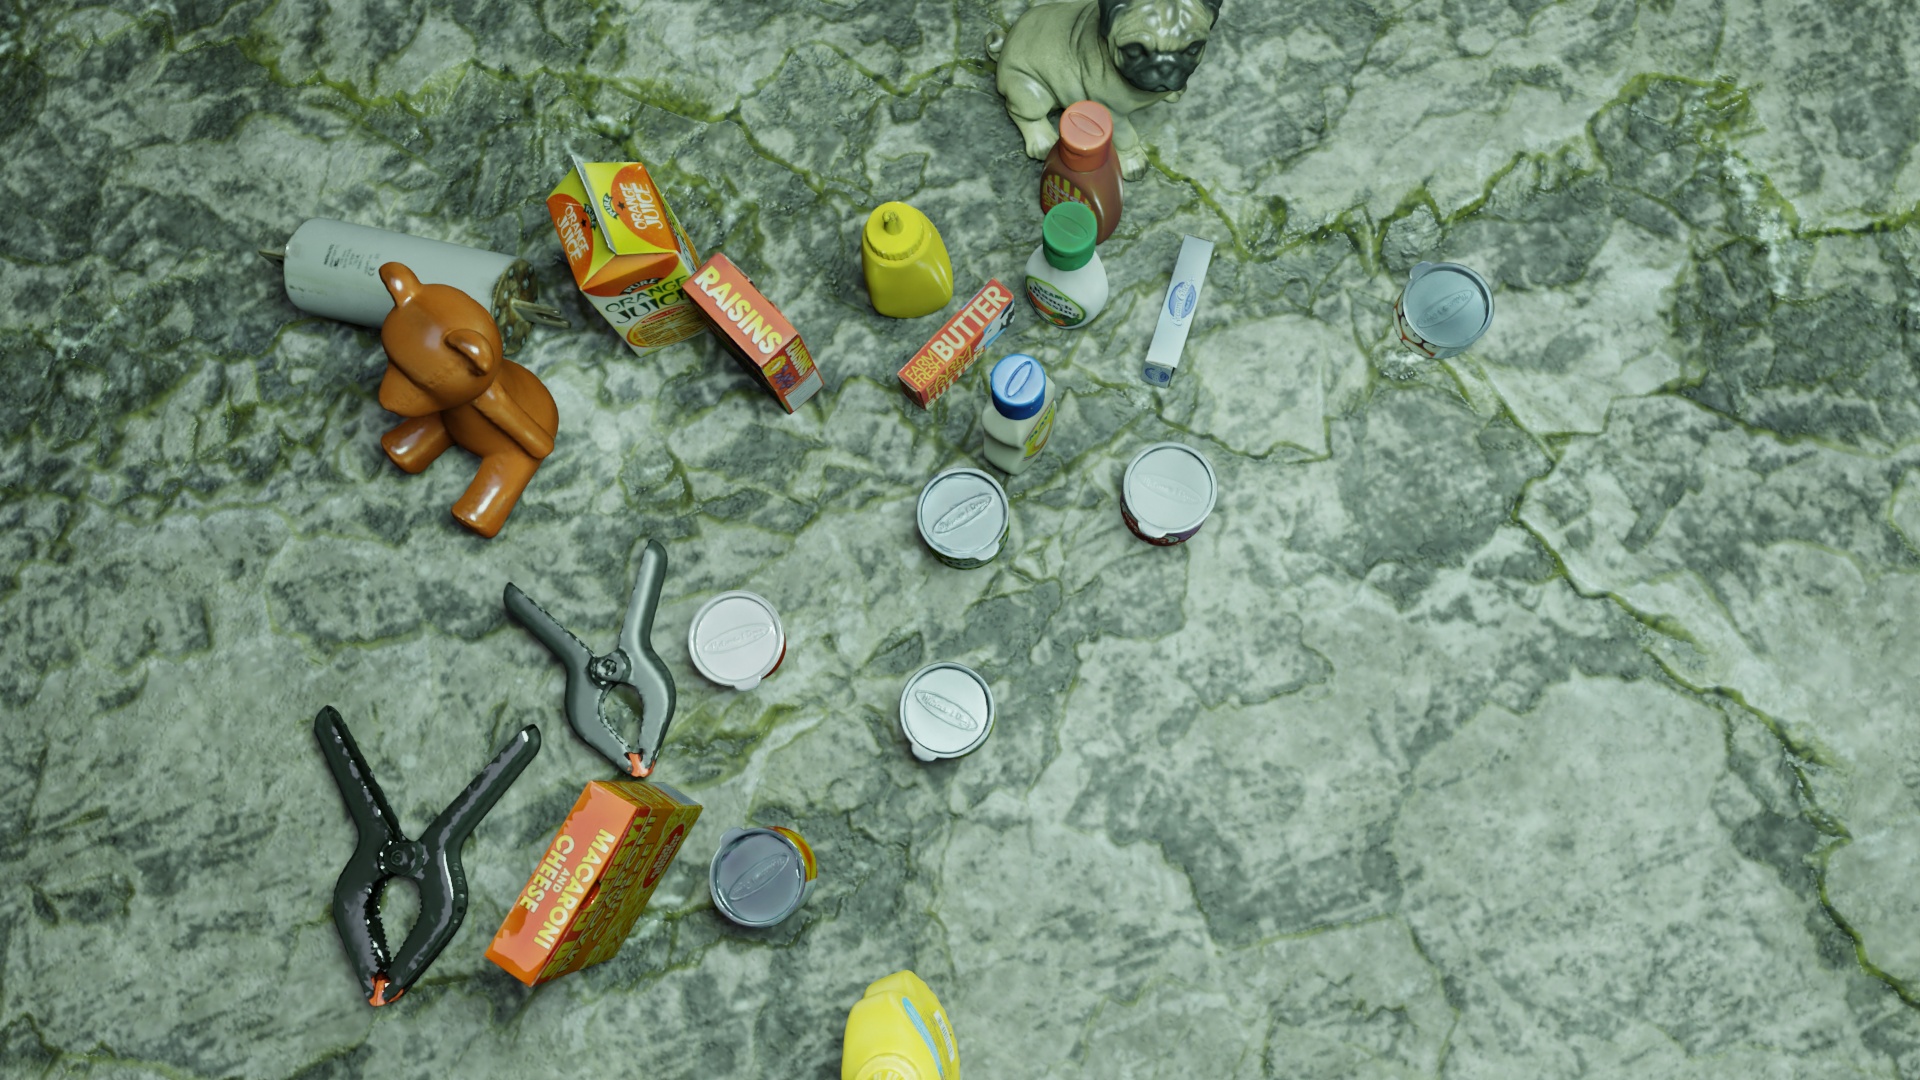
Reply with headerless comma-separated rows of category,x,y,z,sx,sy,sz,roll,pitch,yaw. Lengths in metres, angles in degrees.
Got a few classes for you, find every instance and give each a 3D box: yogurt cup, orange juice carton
yogurt cup,-0.157,0.073,0.999,0.072,0.054,0.072,-1,79,3
orange juice carton,-0.232,-0.202,0.985,0.073,0.192,0.072,-22,79,-1

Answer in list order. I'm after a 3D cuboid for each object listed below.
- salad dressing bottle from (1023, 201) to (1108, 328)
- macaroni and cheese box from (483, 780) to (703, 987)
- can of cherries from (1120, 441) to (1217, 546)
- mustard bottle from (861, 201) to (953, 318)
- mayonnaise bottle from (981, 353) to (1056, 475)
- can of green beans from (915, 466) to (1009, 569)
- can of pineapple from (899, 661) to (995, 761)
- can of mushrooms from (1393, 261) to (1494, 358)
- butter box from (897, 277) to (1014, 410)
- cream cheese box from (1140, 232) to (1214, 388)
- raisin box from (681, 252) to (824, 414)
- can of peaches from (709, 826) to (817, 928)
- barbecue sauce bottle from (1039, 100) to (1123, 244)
salad dressing bottle,0.076,-0.196,0.992,0.064,0.147,0.044,33,83,8
macaroni and cheese box,-0.235,0.221,0.917,0.040,0.166,0.124,29,82,8
can of cherries,0.147,-0.030,1.001,0.071,0.058,0.071,-1,79,3
mustard bottle,-0.041,-0.205,0.993,0.065,0.160,0.049,-10,79,1
mayonnaise bottle,0.041,-0.091,0.973,0.041,0.148,0.065,32,83,8
can of green beans,0.003,-0.015,1.006,0.071,0.057,0.071,-1,79,3
can of pineapple,-0.010,0.122,0.980,0.071,0.057,0.071,-1,79,3
can of mushrooms,0.356,-0.172,1.031,0.071,0.033,0.071,-1,79,3
butter box,-0.002,-0.145,1.034,0.024,0.053,0.103,43,84,9
cream cheese box,0.160,-0.169,1.030,0.024,0.053,0.104,17,81,6
raisin box,-0.147,-0.147,1.006,0.040,0.123,0.086,-43,80,-5
can of peaches,-0.137,0.230,0.965,0.071,0.058,0.071,-1,79,3
barbecue sauce bottle,0.089,-0.267,1.004,0.065,0.148,0.044,35,83,8
